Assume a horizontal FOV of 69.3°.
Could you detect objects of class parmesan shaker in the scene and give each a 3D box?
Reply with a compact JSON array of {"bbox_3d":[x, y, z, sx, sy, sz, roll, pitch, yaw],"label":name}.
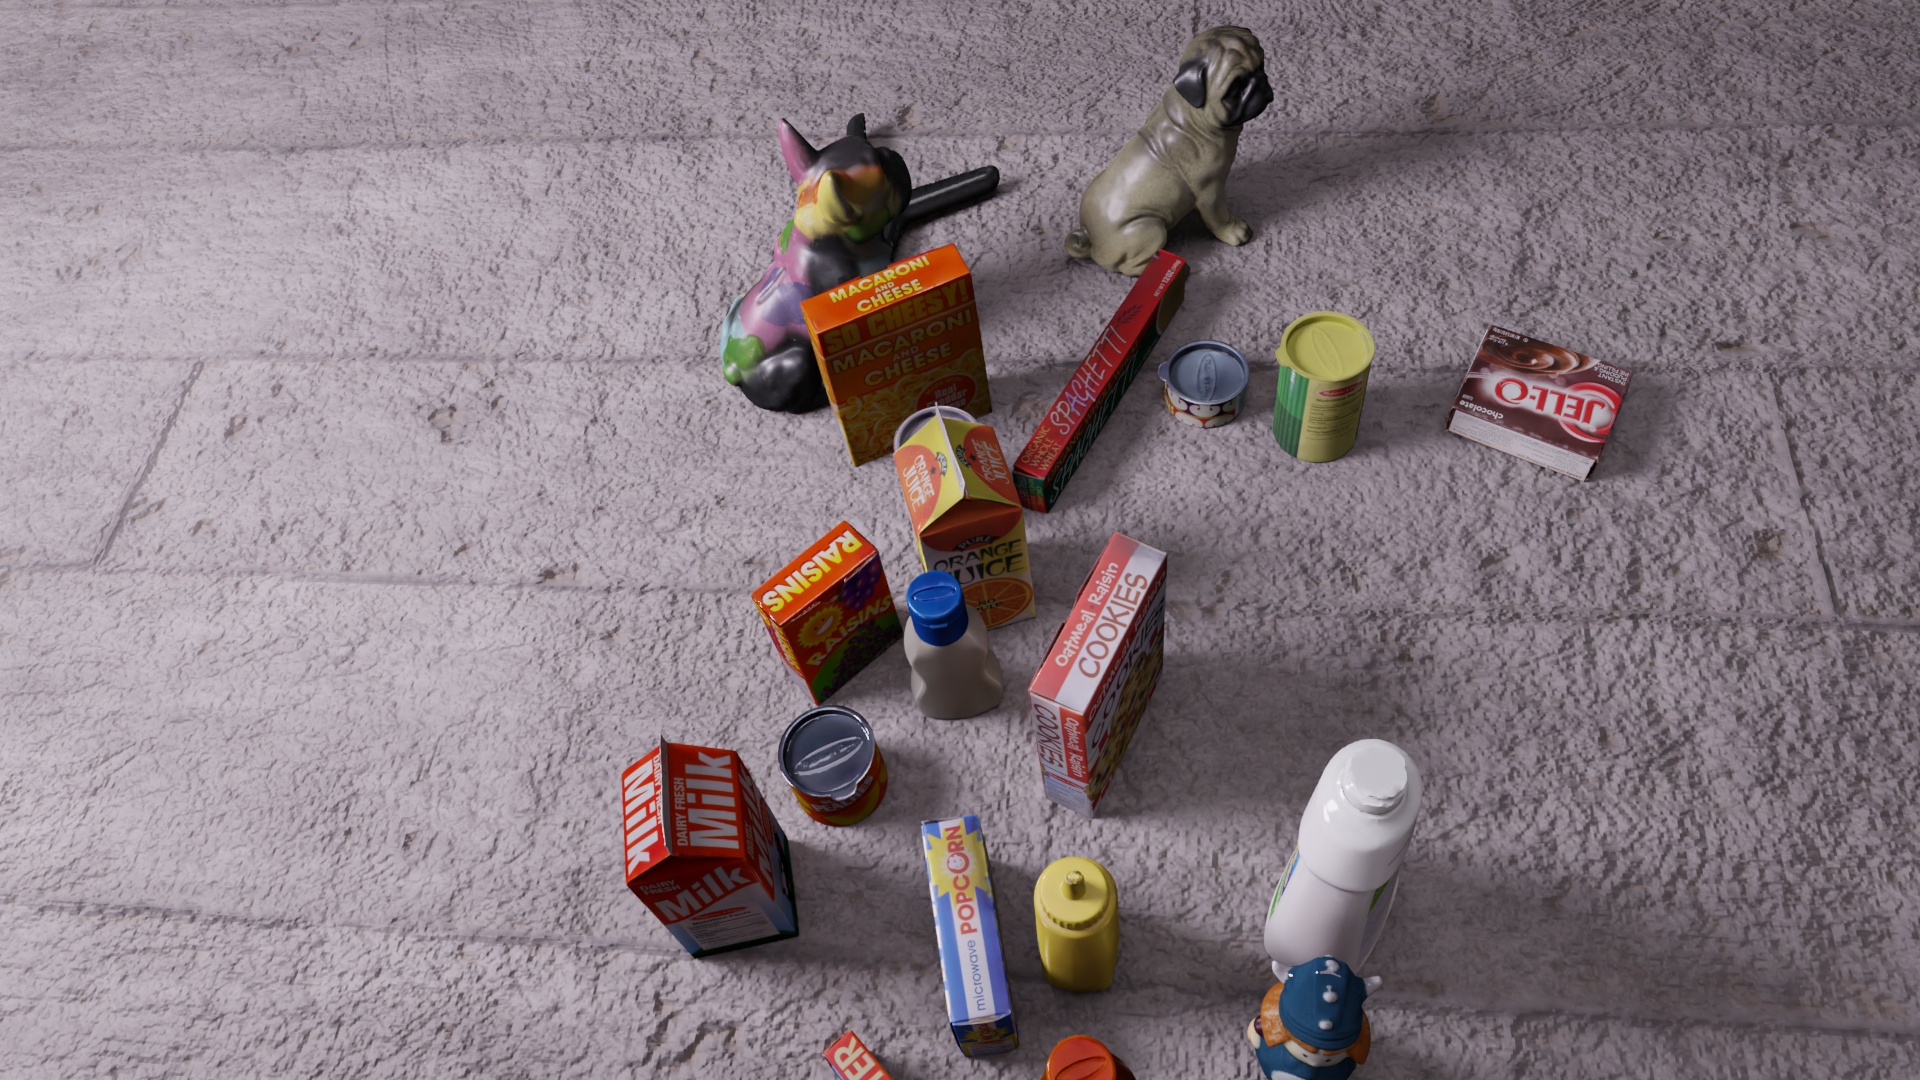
[{"bbox_3d":[0.269,-0.114,1.048,0.071,0.102,0.071,-3,57,5],"label":"parmesan shaker"}]

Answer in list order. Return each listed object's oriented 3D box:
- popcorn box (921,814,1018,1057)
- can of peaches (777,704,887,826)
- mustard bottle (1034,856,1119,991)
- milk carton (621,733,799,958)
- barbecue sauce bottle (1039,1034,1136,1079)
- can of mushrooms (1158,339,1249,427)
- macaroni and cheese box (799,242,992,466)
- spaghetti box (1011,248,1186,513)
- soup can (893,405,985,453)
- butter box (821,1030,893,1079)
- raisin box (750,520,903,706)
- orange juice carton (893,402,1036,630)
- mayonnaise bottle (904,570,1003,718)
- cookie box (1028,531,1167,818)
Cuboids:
[{"bbox_3d":[0.006,0.245,0.861,0.038,0.084,0.127,-11,57,1],"label":"popcorn box"},{"bbox_3d":[-0.085,0.156,0.946,0.071,0.057,0.071,-3,57,5],"label":"can of peaches"},{"bbox_3d":[0.069,0.221,0.824,0.049,0.159,0.065,2,58,9],"label":"mustard bottle"},{"bbox_3d":[-0.157,0.189,0.855,0.073,0.189,0.072,-12,57,0],"label":"milk carton"},{"bbox_3d":[0.070,0.310,0.773,0.065,0.147,0.044,-20,57,-5],"label":"barbecue sauce bottle"},{"bbox_3d":[0.193,-0.125,1.106,0.071,0.033,0.071,-3,57,5],"label":"can of mushrooms"},{"bbox_3d":[-0.046,-0.139,1.066,0.124,0.165,0.040,-23,58,-7],"label":"macaroni and cheese box"},{"bbox_3d":[0.114,-0.129,1.109,0.029,0.050,0.251,24,63,21],"label":"spaghetti box"},{"bbox_3d":[-0.009,-0.051,1.054,0.071,0.083,0.072,-3,57,5],"label":"soup can"},{"bbox_3d":[-0.039,0.342,0.823,0.024,0.053,0.104,-38,61,-16],"label":"butter box"},{"bbox_3d":[-0.091,0.053,0.974,0.086,0.122,0.040,-39,61,-17],"label":"raisin box"},{"bbox_3d":[0.003,-0.012,0.963,0.073,0.191,0.072,-16,57,-3],"label":"orange juice carton"},{"bbox_3d":[-0.008,0.072,0.936,0.065,0.147,0.041,-10,57,1],"label":"mayonnaise bottle"},{"bbox_3d":[0.091,0.090,0.901,0.040,0.166,0.123,21,63,19],"label":"cookie box"}]
